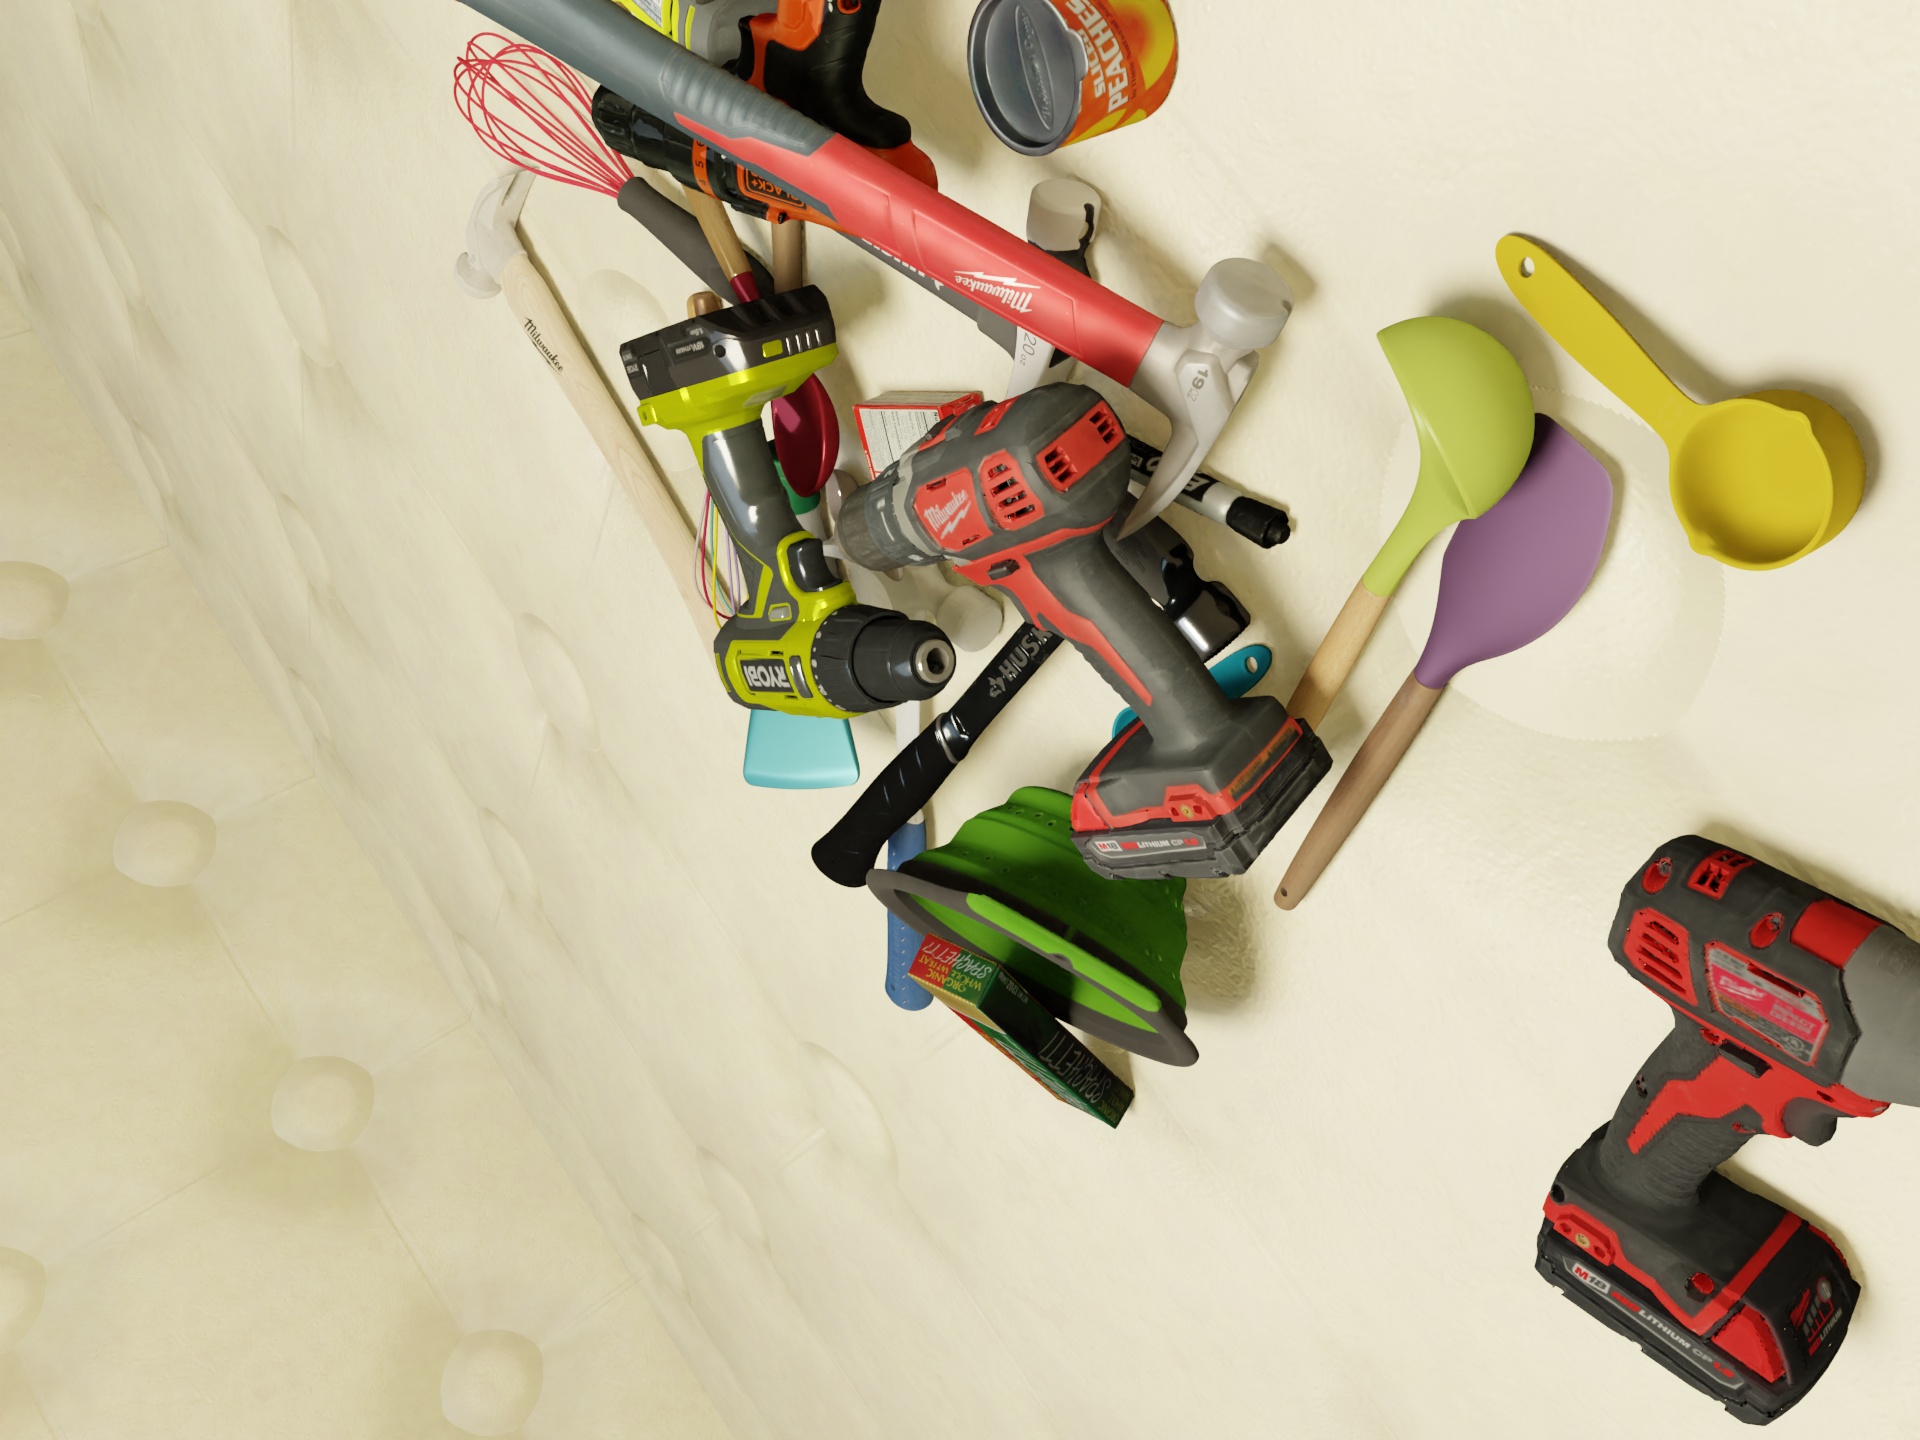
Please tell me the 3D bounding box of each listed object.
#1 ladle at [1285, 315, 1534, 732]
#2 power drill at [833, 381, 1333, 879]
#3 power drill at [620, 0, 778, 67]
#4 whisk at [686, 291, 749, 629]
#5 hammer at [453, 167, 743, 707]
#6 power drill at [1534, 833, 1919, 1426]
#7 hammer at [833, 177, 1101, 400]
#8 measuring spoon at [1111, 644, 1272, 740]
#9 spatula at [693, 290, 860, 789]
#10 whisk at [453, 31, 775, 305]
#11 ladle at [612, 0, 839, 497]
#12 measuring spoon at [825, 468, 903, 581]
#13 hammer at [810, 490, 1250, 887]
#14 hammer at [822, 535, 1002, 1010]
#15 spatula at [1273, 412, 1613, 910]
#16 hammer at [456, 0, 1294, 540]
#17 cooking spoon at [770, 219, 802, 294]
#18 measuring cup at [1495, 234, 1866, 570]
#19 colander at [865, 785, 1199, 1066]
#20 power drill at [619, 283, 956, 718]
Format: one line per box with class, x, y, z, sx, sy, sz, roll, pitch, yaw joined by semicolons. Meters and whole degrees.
ladle;0.159;-0.041;0.684;0.320;0.062;0.078;105;154;-54
power drill;0.044;-0.037;0.725;0.226;0.080;0.188;55;150;-15
power drill;-0.141;-0.442;0.745;0.171;0.080;0.223;49;147;24
whisk;-0.160;-0.163;1.061;0.051;0.047;0.244;33;137;39
hammer;-0.243;-0.197;1.161;0.410;0.038;0.146;60;148;0
power drill;0.311;0.161;0.615;0.143;0.078;0.219;32;136;38
hammer;-0.069;-0.266;0.819;0.335;0.035;0.146;37;142;25
measuring spoon;0.122;-0.007;0.809;0.128;0.021;0.042;-41;68;50
spatula;-0.124;-0.103;0.977;0.082;0.044;0.317;-1;120;18
whisk;-0.217;-0.337;0.986;0.296;0.073;0.073;41;145;18
ladle;-0.139;-0.278;0.914;0.069;0.031;0.315;-23;92;59
measuring spoon;-0.052;-0.114;0.937;0.124;0.018;0.034;-127;31;-49
hammer;-0.001;-0.003;0.904;0.149;0.036;0.408;49;141;5
hammer;-0.038;0.050;1.069;0.144;0.035;0.405;37;143;33
spatula;0.196;-0.002;0.696;0.060;0.018;0.315;55;150;27
hammer;-0.055;-0.221;0.688;0.386;0.038;0.143;31;142;3
cooking spoon;-0.095;-0.329;0.847;0.069;0.017;0.318;41;144;34
measuring cup;0.240;-0.116;0.539;0.157;0.029;0.062;58;152;27
colander;0.047;0.119;0.956;0.204;0.094;0.397;30;165;0
power drill;-0.090;-0.109;0.858;0.191;0.080;0.228;4;115;54
